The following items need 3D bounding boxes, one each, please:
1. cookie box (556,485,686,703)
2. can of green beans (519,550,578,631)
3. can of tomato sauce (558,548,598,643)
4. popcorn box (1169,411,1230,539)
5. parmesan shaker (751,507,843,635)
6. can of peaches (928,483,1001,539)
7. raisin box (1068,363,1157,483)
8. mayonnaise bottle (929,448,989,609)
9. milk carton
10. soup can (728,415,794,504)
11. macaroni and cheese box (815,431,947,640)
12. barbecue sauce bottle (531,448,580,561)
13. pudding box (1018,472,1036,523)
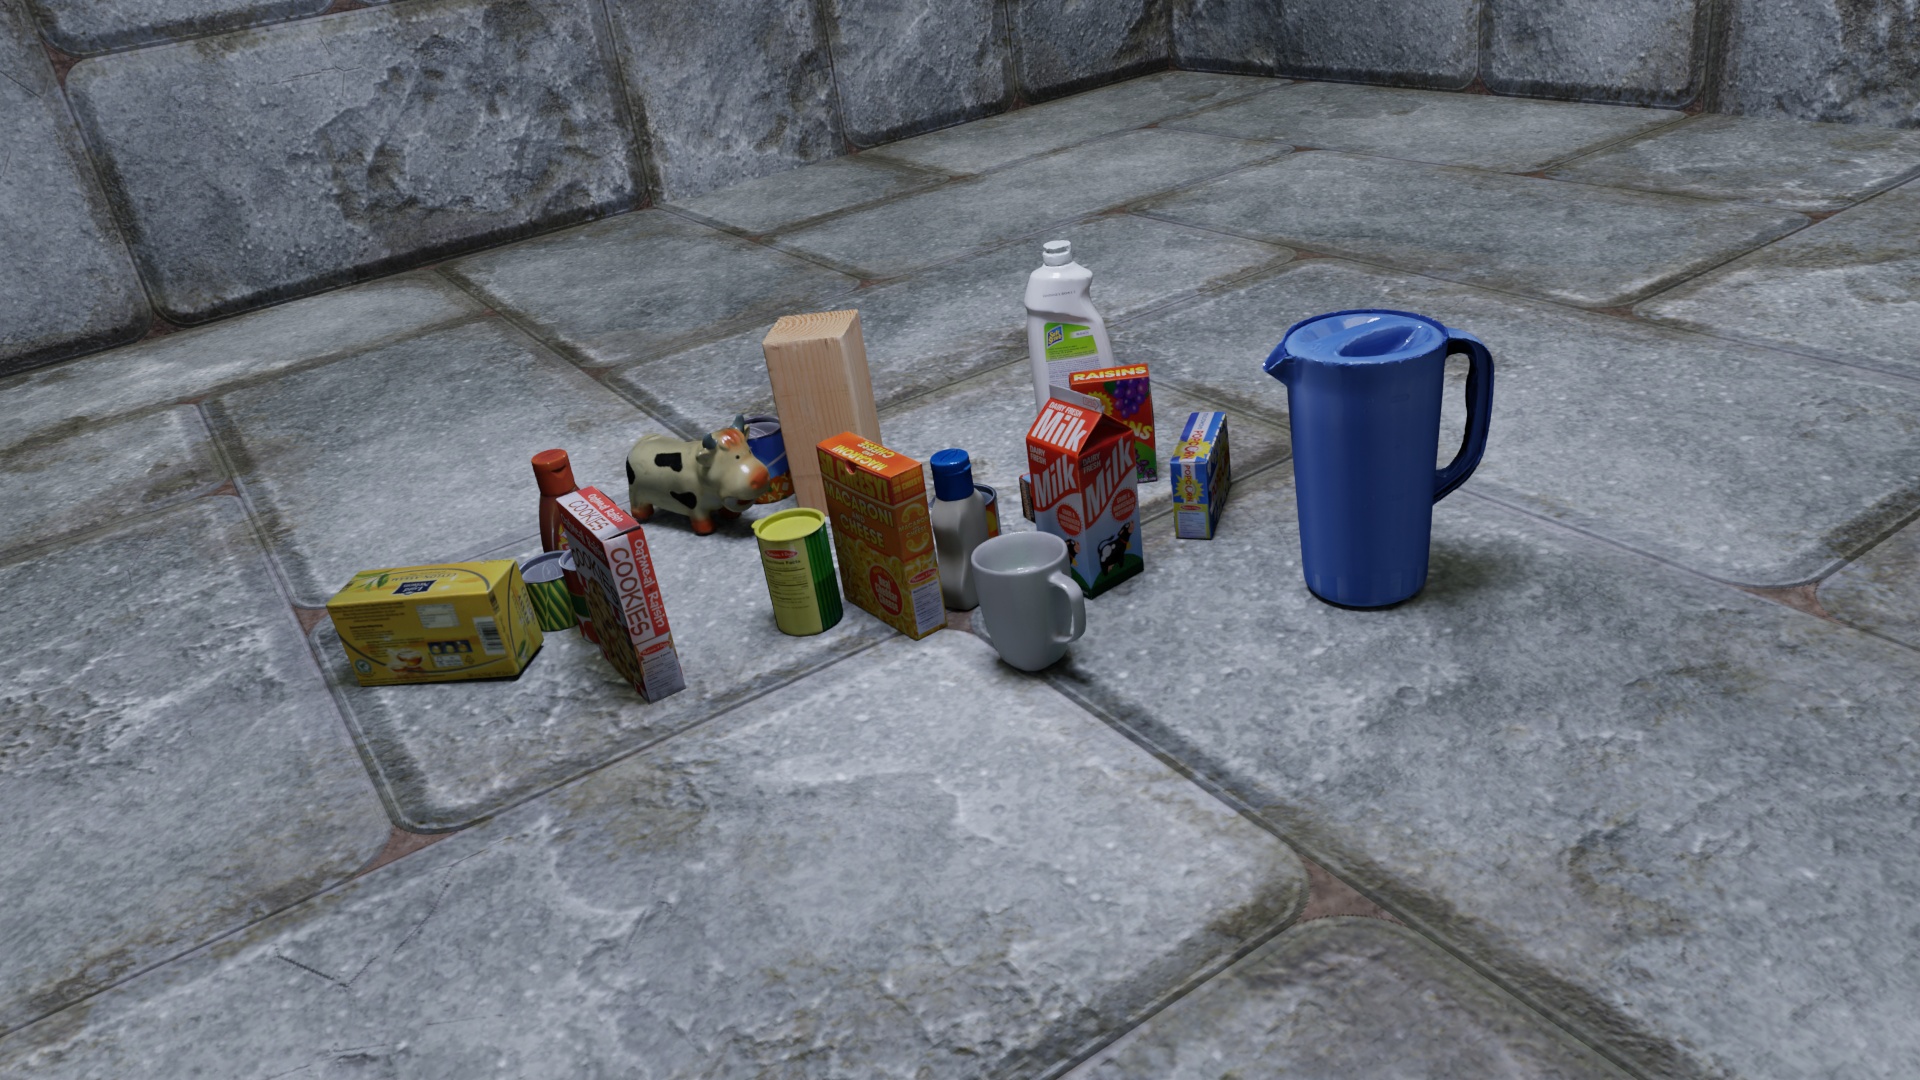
[{"bbox_3d":[-0.305,0.046,1.248,0.040,0.166,0.123,-23,30,-26],"label":"cookie box"},{"bbox_3d":[-0.405,0.050,1.391,0.071,0.057,0.071,-7,27,4],"label":"can of green beans"},{"bbox_3d":[-0.347,0.048,1.351,0.071,0.082,0.071,-7,27,4],"label":"can of tomato sauce"},{"bbox_3d":[0.243,-0.067,1.399,0.038,0.084,0.127,2,29,20],"label":"popcorn box"},{"bbox_3d":[-0.153,0.029,1.308,0.071,0.102,0.071,-7,27,4],"label":"parmesan shaker"},{"bbox_3d":[0.005,-0.018,1.402,0.071,0.057,0.071,-7,27,4],"label":"can of peaches"},{"bbox_3d":[0.164,-0.122,1.487,0.086,0.122,0.040,-6,27,6],"label":"raisin box"},{"bbox_3d":[0.000,-0.012,1.294,0.041,0.147,0.065,8,31,30],"label":"mayonnaise bottle"},{"bbox_3d":[0.115,-0.051,1.288,0.074,0.189,0.072,-26,31,-31],"label":"milk carton"},{"bbox_3d":[-0.229,-0.092,1.587,0.071,0.083,0.071,-7,27,4],"label":"soup can"},{"bbox_3d":[-0.073,-0.005,1.281,0.040,0.165,0.124,-25,31,-30],"label":"macaroni and cheese box"},{"bbox_3d":[-0.404,-0.020,1.429,0.065,0.147,0.044,-28,33,-34],"label":"barbecue sauce bottle"},{"bbox_3d":[0.104,-0.056,1.457,0.084,0.049,0.030,-21,29,-24],"label":"pudding box"}]
